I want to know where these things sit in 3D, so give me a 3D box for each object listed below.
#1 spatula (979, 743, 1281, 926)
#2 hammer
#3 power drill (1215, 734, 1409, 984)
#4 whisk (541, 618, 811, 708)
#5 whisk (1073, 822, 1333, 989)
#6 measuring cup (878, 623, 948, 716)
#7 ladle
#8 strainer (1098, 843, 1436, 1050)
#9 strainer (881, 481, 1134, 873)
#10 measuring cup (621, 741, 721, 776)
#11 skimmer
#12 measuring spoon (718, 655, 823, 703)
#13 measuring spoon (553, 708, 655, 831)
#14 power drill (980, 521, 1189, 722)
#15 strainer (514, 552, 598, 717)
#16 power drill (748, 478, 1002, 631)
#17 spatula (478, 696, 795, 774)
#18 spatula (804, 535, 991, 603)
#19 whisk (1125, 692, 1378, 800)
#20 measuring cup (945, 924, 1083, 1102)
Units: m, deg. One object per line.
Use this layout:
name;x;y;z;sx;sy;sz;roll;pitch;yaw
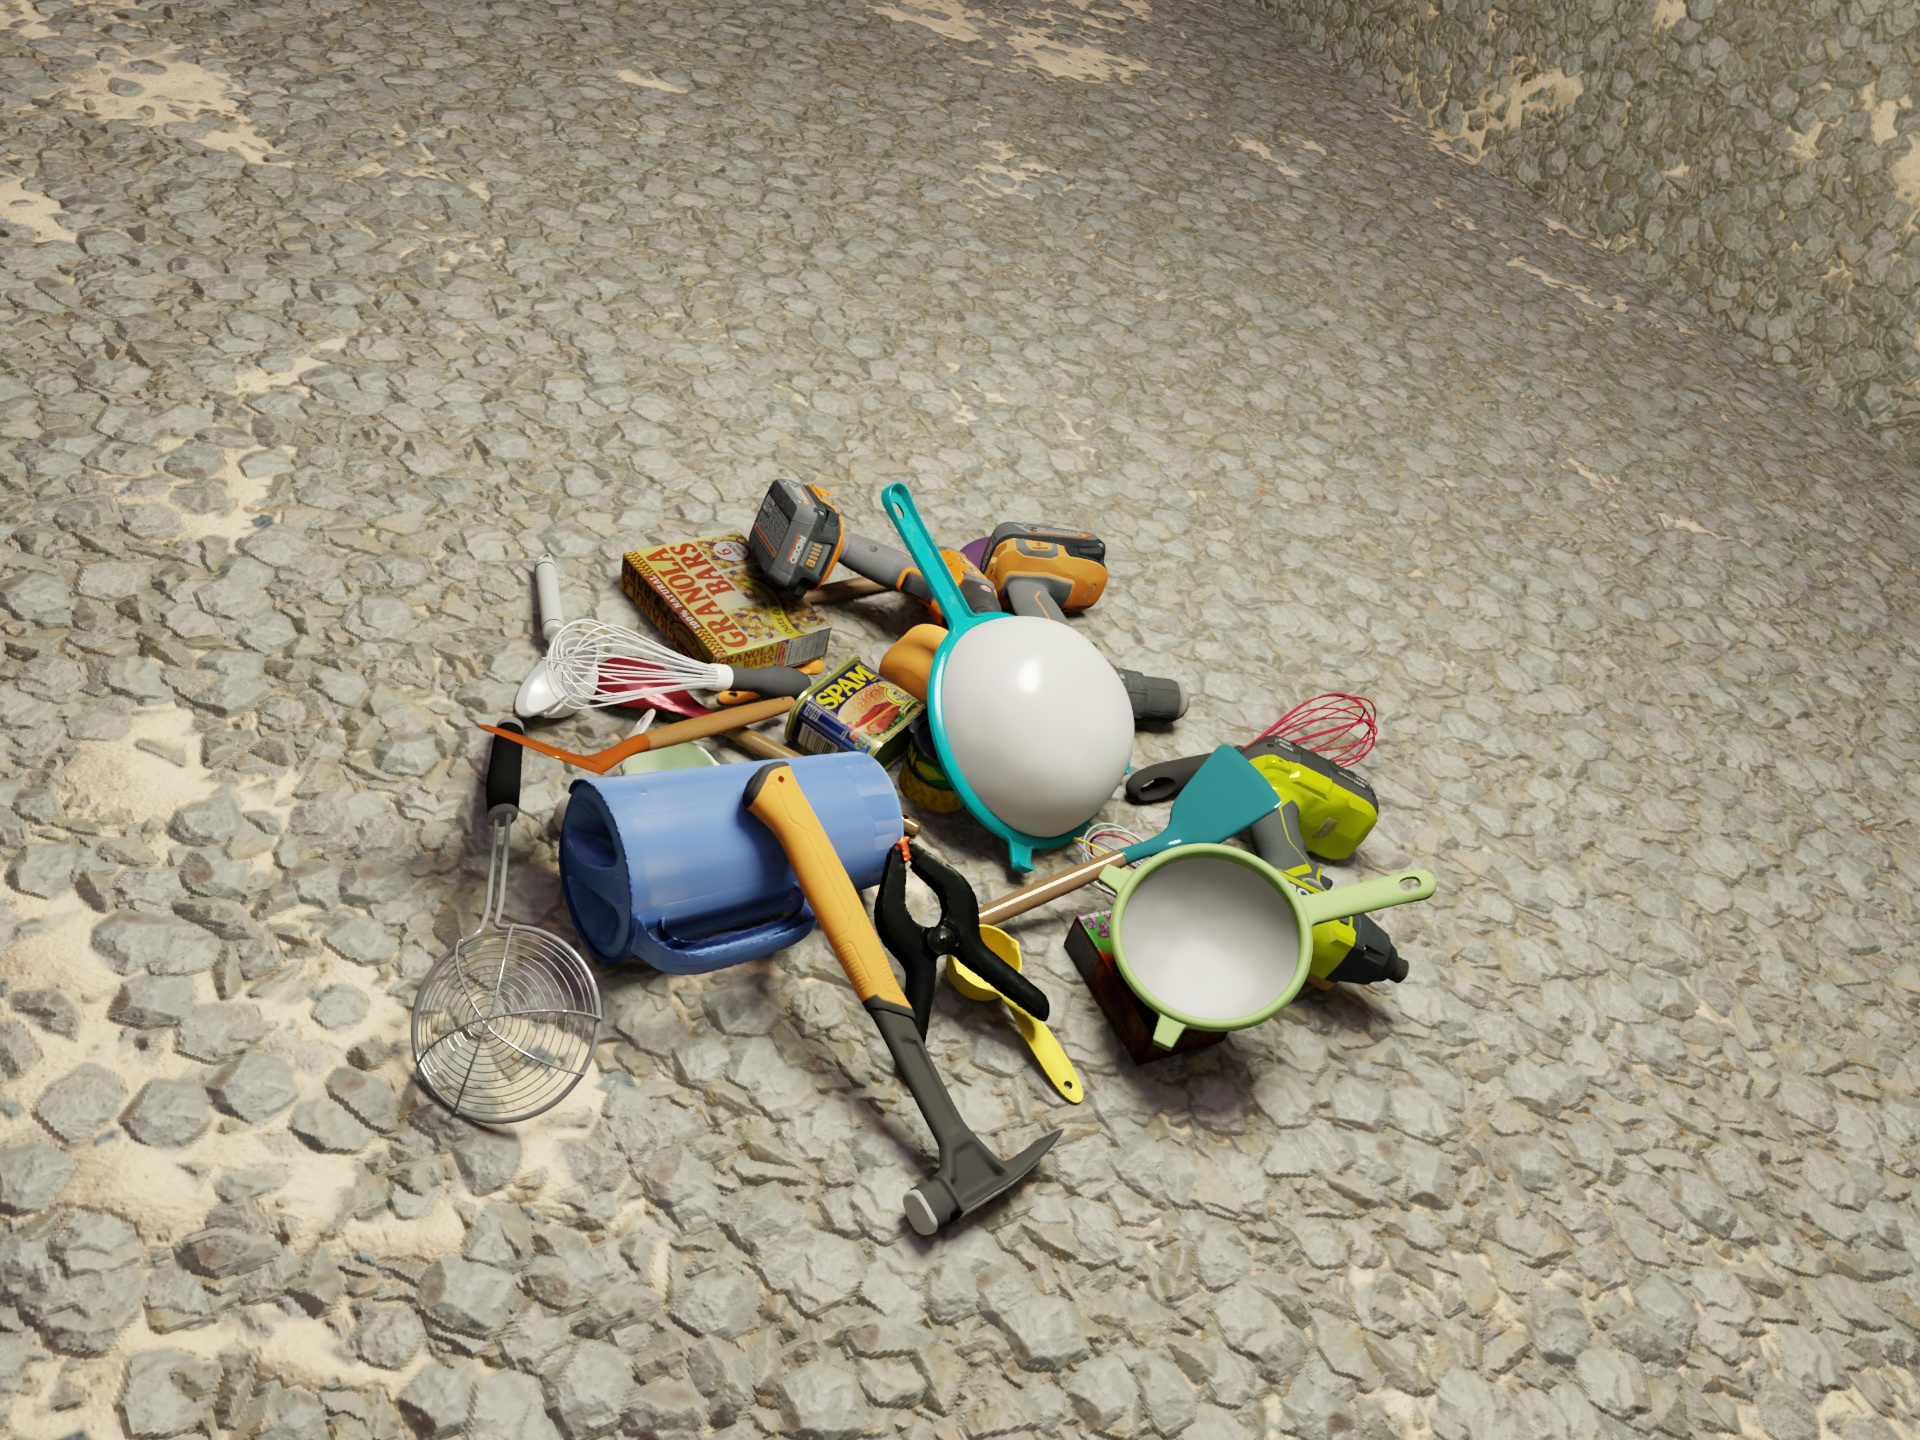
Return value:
spatula;0.107;0.112;1.280;0.317;0.044;0.082;-22;48;-19
hammer;-0.055;0.177;1.112;0.127;0.034;0.337;-21;77;-38
power drill;0.297;0.123;1.351;0.171;0.080;0.223;26;34;-8
whisk;-0.225;-0.037;1.312;0.284;0.070;0.070;5;37;-51
whisk;0.203;0.157;1.331;0.245;0.047;0.051;29;53;5
measuring cup;-0.002;-0.005;1.410;0.173;0.095;0.052;48;52;4
ladle;-0.174;0.020;1.343;0.315;0.031;0.069;27;37;7
strainer;0.237;0.162;1.215;0.256;0.069;0.152;-12;59;-9
strainer;0.048;-0.059;1.328;0.211;0.095;0.340;-39;103;-46
measuring cup;-0.191;0.057;1.285;0.167;0.038;0.083;8;41;-17
skimmer;-0.324;0.127;1.152;0.127;0.090;0.364;-17;35;-1
measuring spoon;-0.168;-0.037;1.419;0.117;0.011;0.021;-24;56;-39
measuring spoon;-0.280;0.034;1.247;0.018;0.034;0.124;47;60;-26
power drill;0.116;-0.085;1.537;0.185;0.084;0.226;6;46;-17
strainer;-0.346;-0.072;1.365;0.087;0.050;0.259;-32;42;8
power drill;-0.068;-0.136;1.459;0.226;0.084;0.164;18;16;-26
spatula;-0.231;0.005;1.245;0.081;0.041;0.322;18;19;28
spatula;-0.041;-0.148;1.589;0.316;0.018;0.060;-16;55;-36
whisk;0.278;0.031;1.487;0.295;0.073;0.073;-14;50;-27
measuring cup;0.042;0.226;1.205;0.062;0.029;0.157;-21;66;-33
